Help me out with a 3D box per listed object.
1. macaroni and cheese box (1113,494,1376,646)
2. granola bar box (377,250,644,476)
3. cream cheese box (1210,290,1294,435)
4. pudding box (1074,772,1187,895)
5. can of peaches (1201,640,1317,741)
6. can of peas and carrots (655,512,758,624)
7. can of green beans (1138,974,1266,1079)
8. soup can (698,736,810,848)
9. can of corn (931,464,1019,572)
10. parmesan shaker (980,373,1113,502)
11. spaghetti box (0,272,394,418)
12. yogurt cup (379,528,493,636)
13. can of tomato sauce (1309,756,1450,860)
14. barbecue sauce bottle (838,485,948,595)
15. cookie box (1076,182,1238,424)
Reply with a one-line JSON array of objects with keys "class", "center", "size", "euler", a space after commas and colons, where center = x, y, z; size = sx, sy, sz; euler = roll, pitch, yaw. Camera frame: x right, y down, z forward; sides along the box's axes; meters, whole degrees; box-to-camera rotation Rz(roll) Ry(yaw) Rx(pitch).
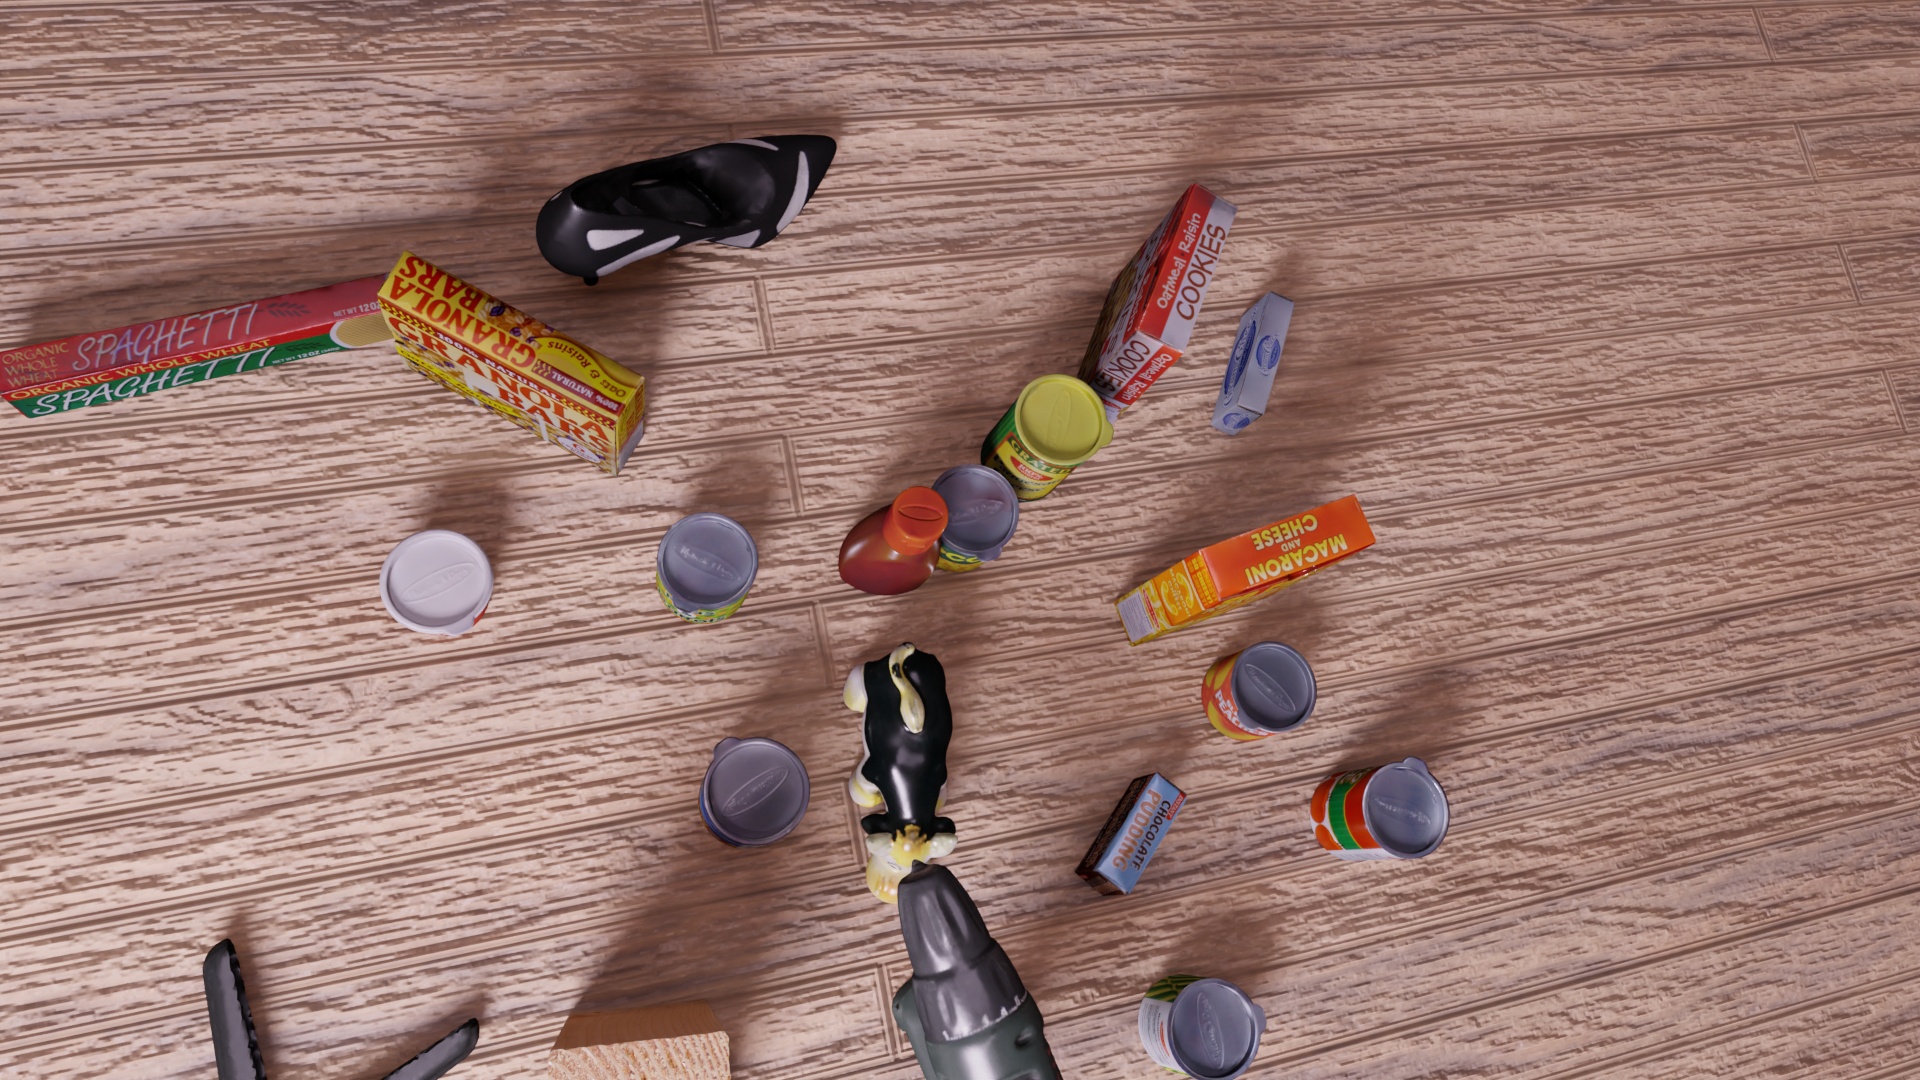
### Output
[{"class": "macaroni and cheese box", "center": [0.194, 0.024, 0.972], "size": [0.124, 0.166, 0.040], "euler": [-19, 81, -17]}, {"class": "granola bar box", "center": [-0.291, -0.111, 0.913], "size": [0.165, 0.124, 0.039], "euler": [28, 71, -5]}, {"class": "cream cheese box", "center": [0.228, -0.137, 1.083], "size": [0.024, 0.053, 0.104], "euler": [22, 72, -7]}, {"class": "pudding box", "center": [0.119, 0.205, 0.967], "size": [0.030, 0.049, 0.084], "euler": [37, 70, -2]}, {"class": "can of peaches", "center": [0.215, 0.112, 1.011], "size": [0.071, 0.058, 0.071], "euler": [3, 75, -13]}, {"class": "can of peas and carrots", "center": [-0.174, 0.022, 0.941], "size": [0.071, 0.058, 0.071], "euler": [3, 75, -13]}, {"class": "can of green beans", "center": [0.161, 0.329, 0.940], "size": [0.071, 0.057, 0.071], "euler": [3, 75, -13]}, {"class": "soup can", "center": [-0.137, 0.163, 0.899], "size": [0.071, 0.083, 0.071], "euler": [3, 75, -13]}, {"class": "can of corn", "center": [0.004, -0.012, 0.993], "size": [0.071, 0.058, 0.071], "euler": [3, 75, -13]}, {"class": "parmesan shaker", "center": [0.060, -0.070, 0.998], "size": [0.071, 0.102, 0.071], "euler": [3, 75, -13]}, {"class": "spaghetti box", "center": [-0.488, -0.129, 0.909], "size": [0.251, 0.050, 0.029], "euler": [-16, 80, -17]}, {"class": "yogurt cup", "center": [-0.337, 0.031, 0.901], "size": [0.072, 0.053, 0.072], "euler": [3, 75, -13]}, {"class": "can of tomato sauce", "center": [0.298, 0.194, 0.996], "size": [0.071, 0.083, 0.071], "euler": [3, 75, -13]}, {"class": "barbecue sauce bottle", "center": [-0.041, 0.001, 0.931], "size": [0.065, 0.148, 0.044], "euler": [8, 74, -11]}, {"class": "cookie box", "center": [0.134, -0.164, 1.007], "size": [0.040, 0.167, 0.123], "euler": [24, 72, -7]}]
